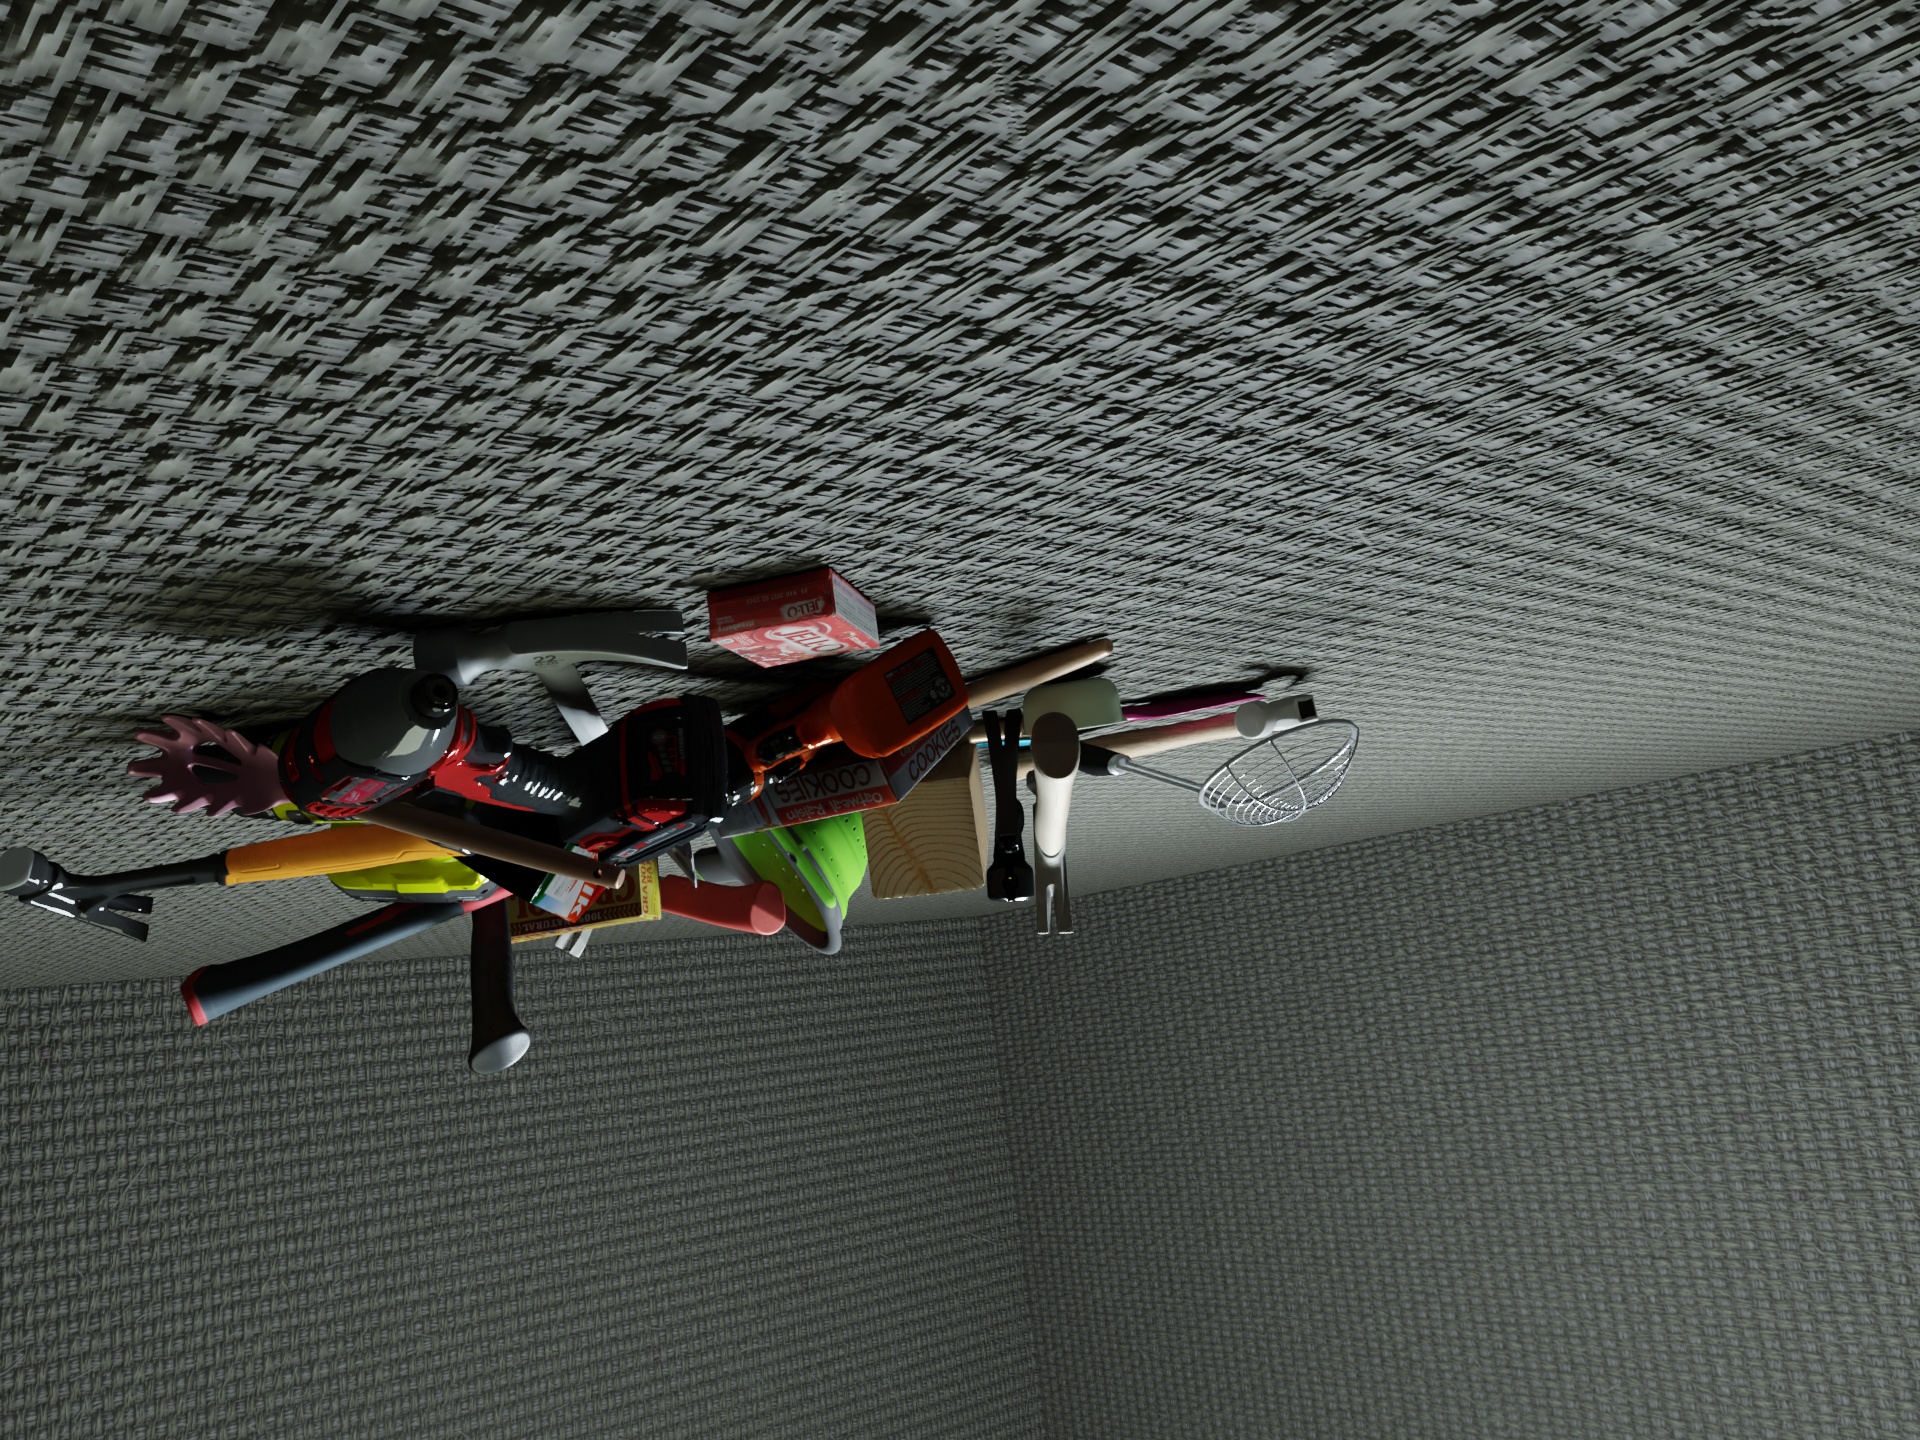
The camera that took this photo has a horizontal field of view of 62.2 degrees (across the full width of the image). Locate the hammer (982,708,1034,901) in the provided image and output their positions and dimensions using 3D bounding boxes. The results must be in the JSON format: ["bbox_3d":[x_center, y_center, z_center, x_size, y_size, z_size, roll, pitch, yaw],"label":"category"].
[{"bbox_3d":[0.042,0.077,1.405,0.036,0.149,0.409,-3,176,2],"label":"hammer"}]

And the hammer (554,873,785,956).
[{"bbox_3d":[-0.268,0.170,1.475,0.036,0.149,0.359,36,161,-30],"label":"hammer"}]

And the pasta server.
[{"bbox_3d":[-0.359,0.058,0.982,0.316,0.060,0.040,15,-178,7],"label":"pasta server"}]

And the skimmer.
[{"bbox_3d":[0.168,0.018,1.296,0.127,0.090,0.363,-8,-168,-31],"label":"skimmer"}]

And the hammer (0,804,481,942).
[{"bbox_3d":[-0.469,0.099,1.070,0.337,0.034,0.127,-9,154,16],"label":"hammer"}]

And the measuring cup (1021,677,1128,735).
[{"bbox_3d":[0.092,-0.015,1.260,0.083,0.038,0.167,-8,-177,10],"label":"measuring cup"}]

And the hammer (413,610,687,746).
[{"bbox_3d":[-0.232,0.017,1.051,0.144,0.035,0.405,-7,162,-5],"label":"hammer"}]

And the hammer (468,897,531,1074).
[{"bbox_3d":[-0.386,0.166,1.288,0.146,0.035,0.335,-12,-148,-11],"label":"hammer"}]

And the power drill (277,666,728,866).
[{"bbox_3d":[-0.245,0.020,0.881,0.219,0.079,0.143,12,153,-41],"label":"power drill"}]

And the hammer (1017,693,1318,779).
[{"bbox_3d":[0.171,0.017,1.429,0.331,0.031,0.130,-13,177,43],"label":"hammer"}]

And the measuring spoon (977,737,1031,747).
[{"bbox_3d":[0.019,0.031,1.459,0.128,0.021,0.042,-4,169,-10],"label":"measuring spoon"}]

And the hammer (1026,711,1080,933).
[{"bbox_3d":[0.072,0.076,1.228,0.038,0.146,0.410,-3,168,2],"label":"hammer"}]

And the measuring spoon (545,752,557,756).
[{"bbox_3d":[-0.376,0.044,1.267,0.124,0.018,0.034,-11,169,17],"label":"measuring spoon"}]

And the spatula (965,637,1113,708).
[{"bbox_3d":[-0.002,-0.004,1.207,0.317,0.044,0.082,-20,-172,43],"label":"spatula"}]

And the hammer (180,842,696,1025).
[{"bbox_3d":[-0.400,0.151,1.243,0.386,0.038,0.143,-23,-139,-27],"label":"hammer"}]

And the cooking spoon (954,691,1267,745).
[{"bbox_3d":[0.104,-0.001,1.363,0.319,0.017,0.069,-8,178,-1],"label":"cooking spoon"}]

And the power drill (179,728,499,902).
[{"bbox_3d":[-0.428,0.065,1.131,0.190,0.080,0.228,-1,159,0],"label":"power drill"}]

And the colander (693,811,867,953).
[{"bbox_3d":[-0.171,0.106,1.464,0.094,0.204,0.397,-38,-173,-21],"label":"colander"}]
